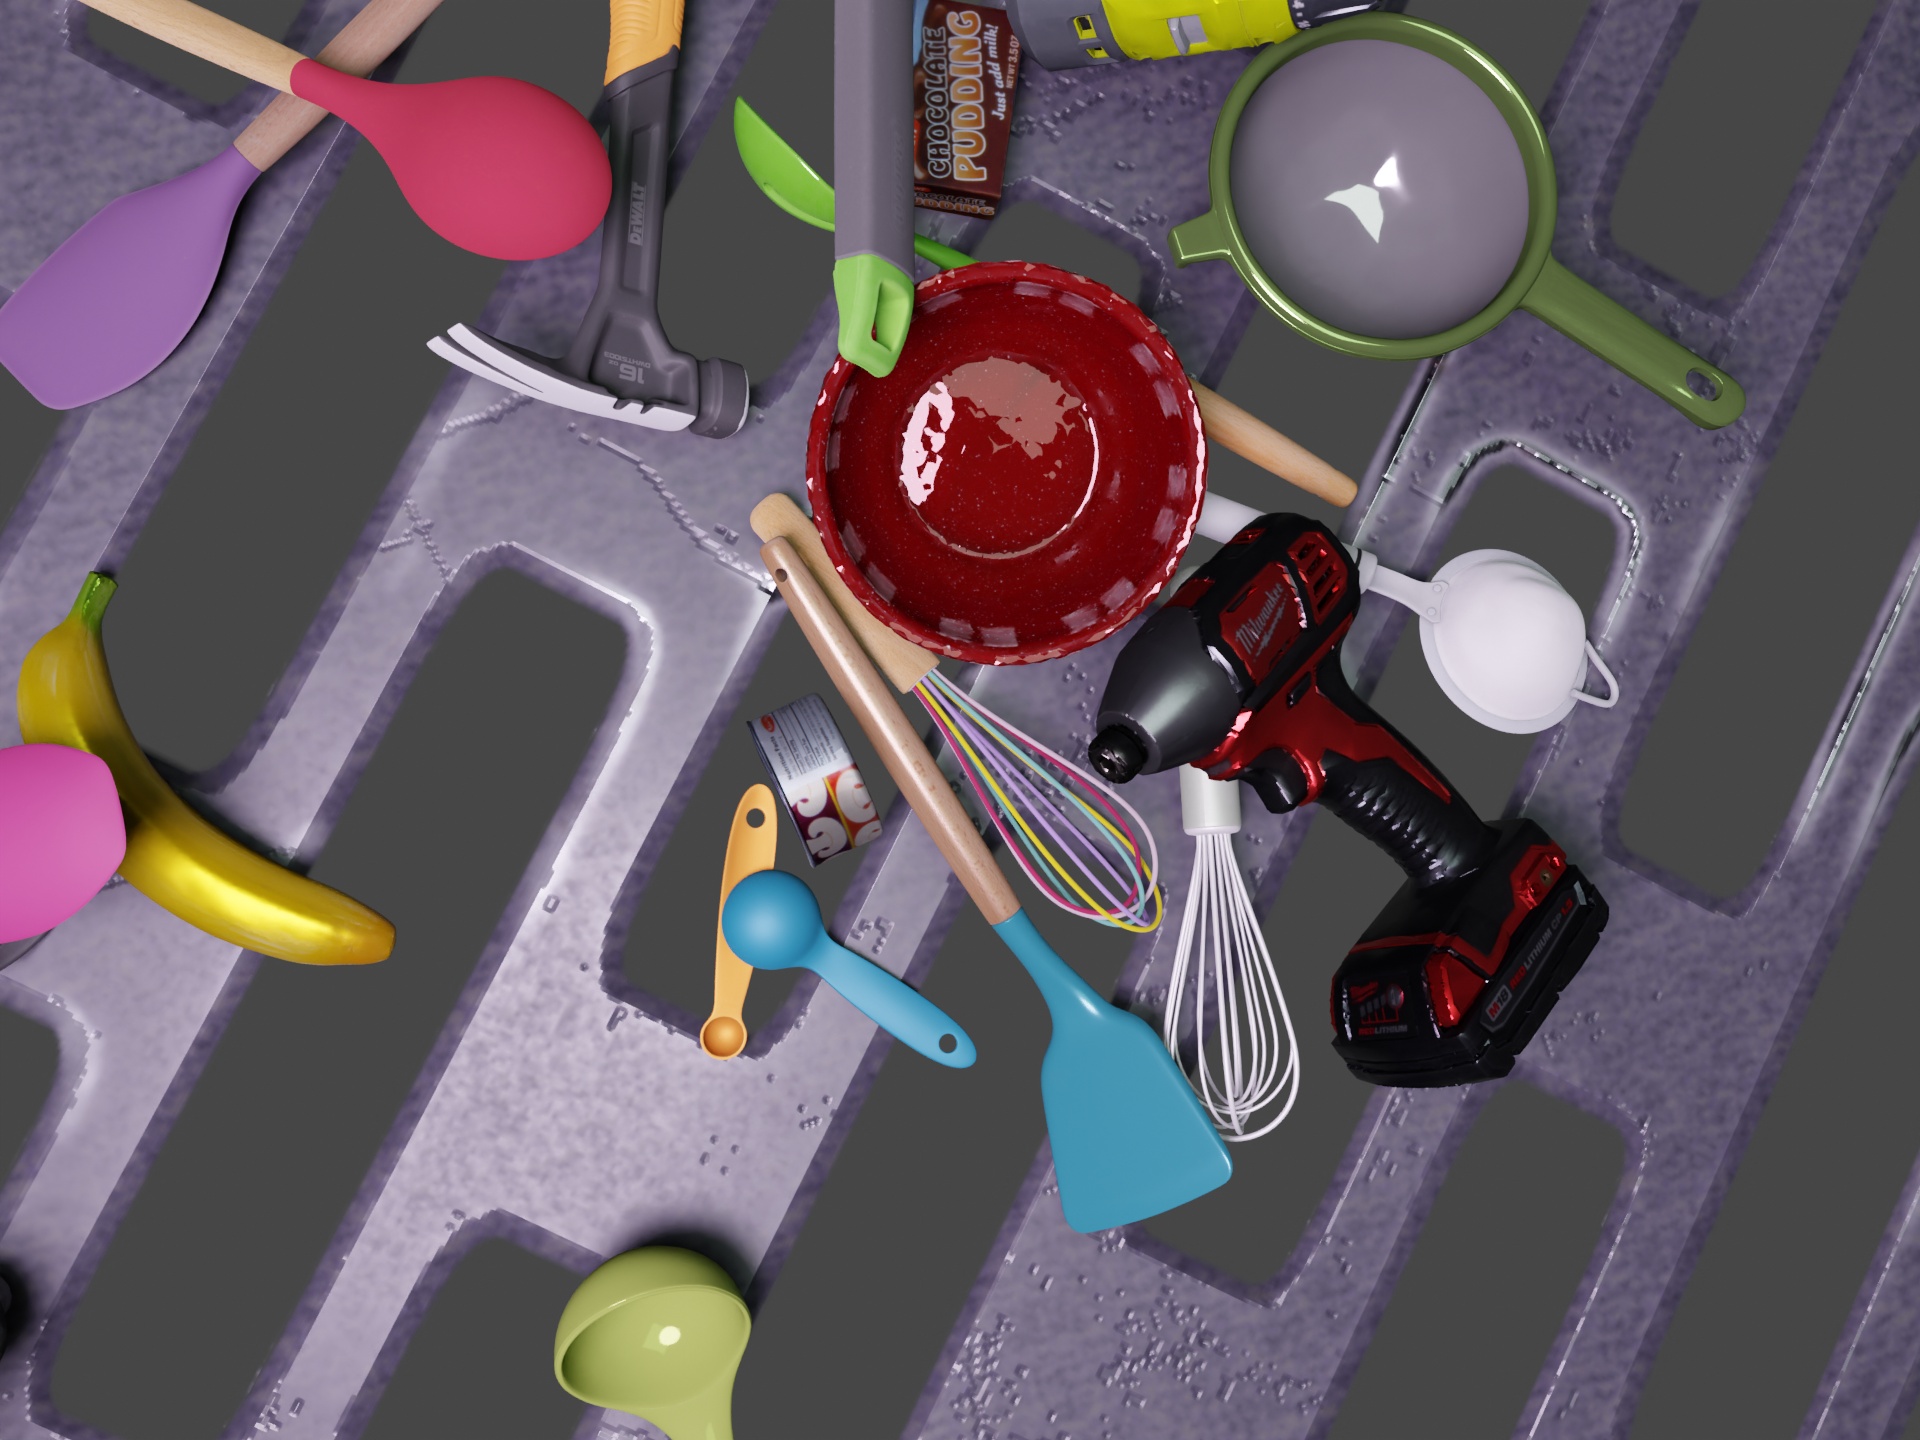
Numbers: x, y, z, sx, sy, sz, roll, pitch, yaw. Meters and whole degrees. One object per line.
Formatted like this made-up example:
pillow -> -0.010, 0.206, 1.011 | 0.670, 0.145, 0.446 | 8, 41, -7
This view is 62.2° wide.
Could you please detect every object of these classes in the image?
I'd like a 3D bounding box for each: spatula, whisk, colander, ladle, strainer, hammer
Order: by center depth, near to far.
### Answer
ladle -> -0.271, -0.257, 0.613 | 0.315, 0.031, 0.069 | 27, 80, 15
colander -> -0.065, -0.324, 0.623 | 0.094, 0.204, 0.397 | -4, 82, 28
spatula -> -0.267, -0.243, 0.640 | 0.316, 0.018, 0.059 | -43, 97, 4
ladle -> -0.077, 0.360, 0.641 | 0.078, 0.062, 0.320 | -22, 93, -5
hammer -> -0.137, -0.291, 0.654 | 0.127, 0.034, 0.337 | 8, 82, -37
spatula -> 0.003, 0.063, 0.657 | 0.082, 0.044, 0.317 | -29, 96, 28
whisk -> 0.000, -0.003, 0.677 | 0.245, 0.051, 0.047 | 47, 62, 1
whisk -> 0.109, 0.055, 0.682 | 0.059, 0.057, 0.246 | -6, 83, 23
strainer -> 0.218, -0.194, 0.692 | 0.256, 0.069, 0.151 | 31, 81, -5
strainer -> 0.183, -0.062, 0.699 | 0.258, 0.050, 0.087 | 20, 70, -2

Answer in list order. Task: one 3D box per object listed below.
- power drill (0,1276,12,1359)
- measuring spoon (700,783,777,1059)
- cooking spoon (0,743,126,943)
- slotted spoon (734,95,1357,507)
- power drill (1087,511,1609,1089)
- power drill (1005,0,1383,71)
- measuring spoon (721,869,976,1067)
power drill -> -0.416, 0.313, 0.564 | 0.084, 0.164, 0.226 | 23, 98, -6
measuring spoon -> -0.094, 0.085, 0.675 | 0.021, 0.011, 0.117 | 9, 83, -15
cooking spoon -> -0.445, 0.076, 0.583 | 0.319, 0.017, 0.069 | -17, 84, 10
slotted spoon -> 0.038, -0.171, 0.682 | 0.313, 0.070, 0.031 | 28, 104, -10
power drill -> 0.150, 0.037, 0.644 | 0.143, 0.078, 0.219 | -42, 98, -29
power drill -> 0.122, -0.383, 0.648 | 0.190, 0.080, 0.228 | 1, 80, 23
measuring spoon -> -0.043, 0.108, 0.668 | 0.128, 0.021, 0.042 | 36, 77, -8
